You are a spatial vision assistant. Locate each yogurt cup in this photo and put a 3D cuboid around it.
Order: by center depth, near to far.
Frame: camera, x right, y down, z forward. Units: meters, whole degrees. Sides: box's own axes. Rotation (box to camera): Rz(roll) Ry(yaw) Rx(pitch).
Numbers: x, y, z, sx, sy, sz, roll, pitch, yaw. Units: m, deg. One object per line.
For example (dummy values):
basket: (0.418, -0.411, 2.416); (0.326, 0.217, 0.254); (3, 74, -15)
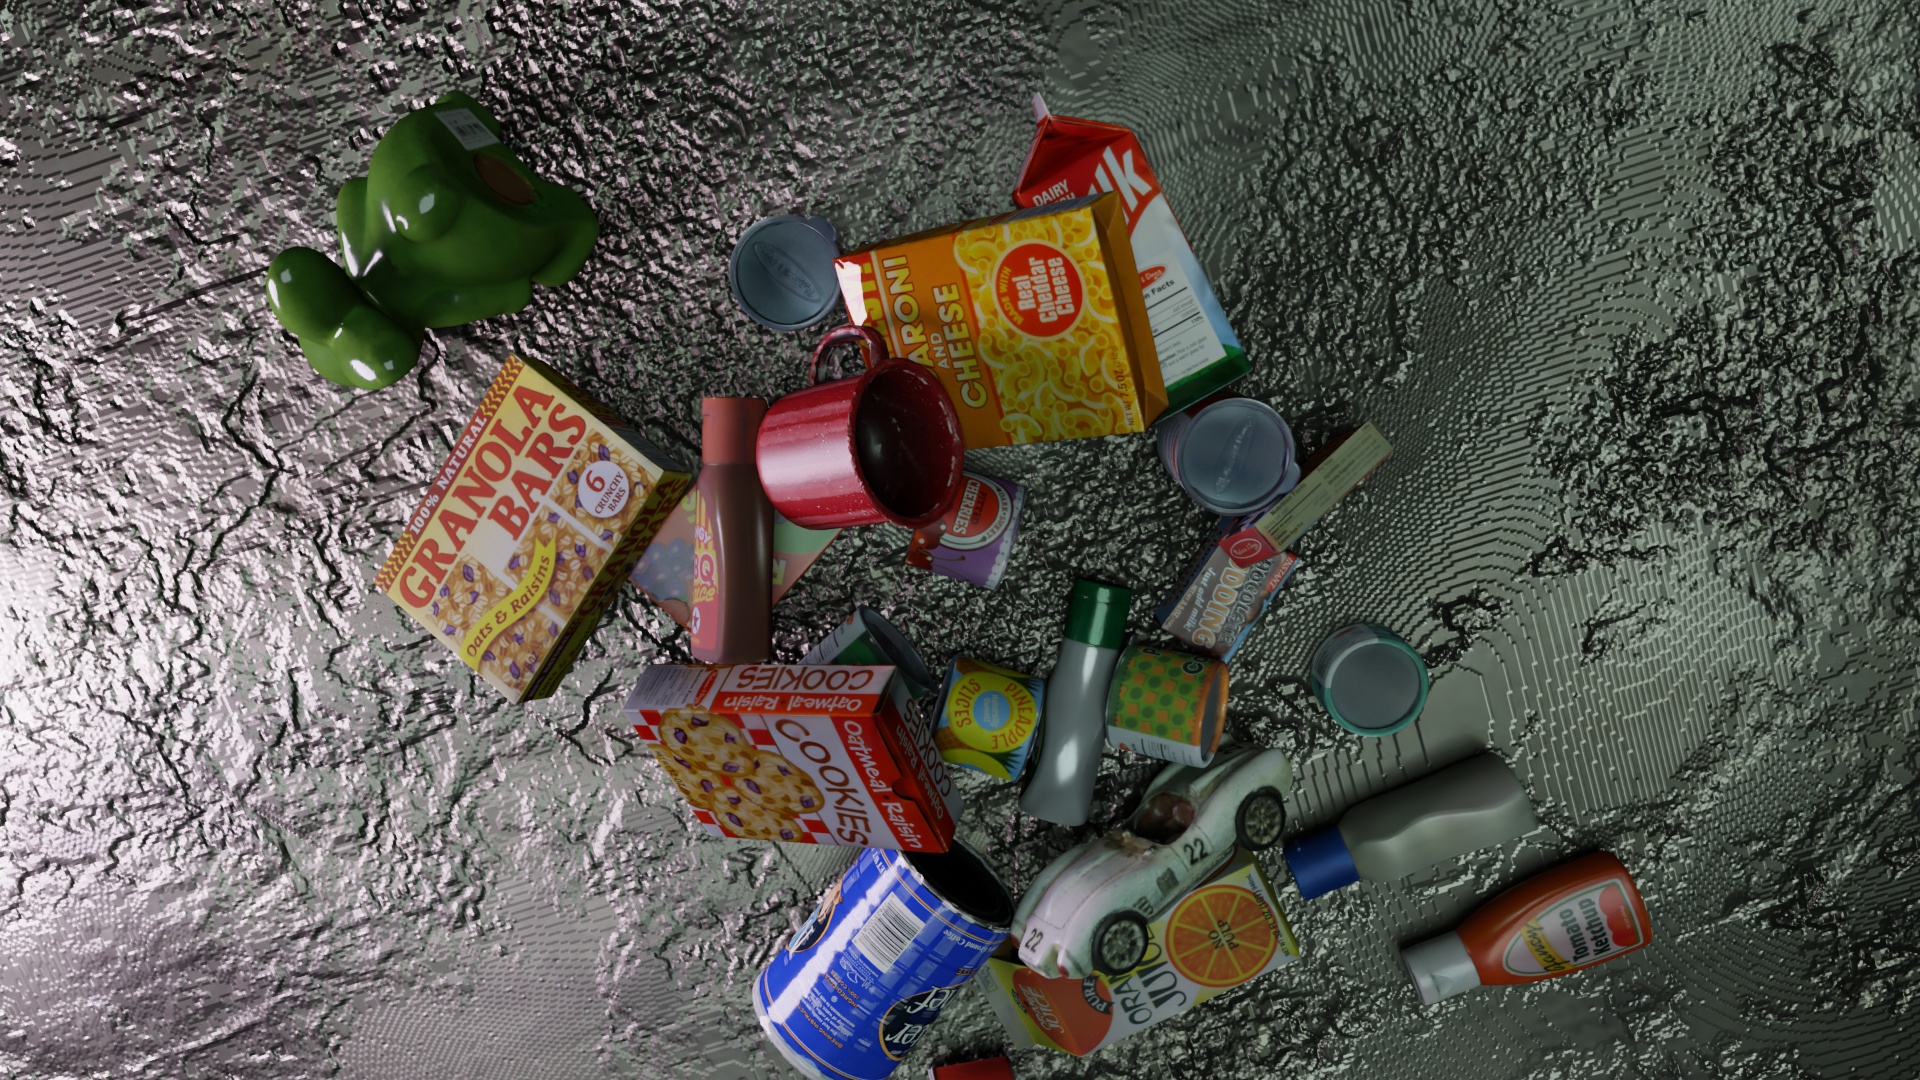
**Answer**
yogurt cup: (0.013, 0.370, 0.901); (0.054, 0.072, 0.072); (-16, 101, -5)

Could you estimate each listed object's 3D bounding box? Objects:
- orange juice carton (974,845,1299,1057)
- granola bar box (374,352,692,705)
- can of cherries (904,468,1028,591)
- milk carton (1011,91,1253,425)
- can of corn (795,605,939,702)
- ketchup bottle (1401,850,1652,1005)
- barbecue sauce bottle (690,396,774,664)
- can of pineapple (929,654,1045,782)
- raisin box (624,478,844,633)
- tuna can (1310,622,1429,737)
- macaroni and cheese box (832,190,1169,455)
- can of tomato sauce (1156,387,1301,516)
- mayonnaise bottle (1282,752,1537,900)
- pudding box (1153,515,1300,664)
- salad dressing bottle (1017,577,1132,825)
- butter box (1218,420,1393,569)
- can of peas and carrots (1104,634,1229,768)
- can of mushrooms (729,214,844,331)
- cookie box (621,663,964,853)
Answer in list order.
orange juice carton: (0.106, 0.255, 0.874); (0.192, 0.073, 0.071); (-26, 102, 5)
granola bar box: (-0.253, -0.007, 0.818); (0.124, 0.039, 0.165); (36, 99, 14)
can of cherries: (0.003, -0.010, 0.822); (0.058, 0.071, 0.071); (17, 101, -3)
milk carton: (0.087, -0.166, 0.792); (0.073, 0.072, 0.190); (-29, 101, 5)
can of corn: (-0.058, 0.085, 0.842); (0.058, 0.071, 0.071); (-41, 99, 8)
ketchup bottle: (0.360, 0.254, 0.891); (0.149, 0.043, 0.064); (-23, 101, 5)
barbecue sauce bottle: (-0.129, -0.007, 0.788); (0.044, 0.065, 0.148); (1, 92, -25)
can of pineapple: (0.015, 0.108, 0.846); (0.058, 0.071, 0.071); (17, 101, -4)
raisin box: (-0.132, -0.002, 0.839); (0.086, 0.040, 0.123); (42, 99, -9)
tuna can: (0.256, 0.088, 0.863); (0.071, 0.033, 0.071); (0, 101, 0)
macaroni and cheese box: (0.020, -0.115, 0.769); (0.166, 0.040, 0.123); (-4, 112, 32)
can of tomato sauce: (0.154, -0.054, 0.808); (0.071, 0.083, 0.071); (0, 102, 0)
mayonnaise bottle: (0.277, 0.182, 0.869); (0.148, 0.065, 0.041); (-24, 105, 8)
pudding box: (0.163, 0.030, 0.852); (0.049, 0.030, 0.083); (33, 99, -7)
salad dressing bottle: (0.072, 0.097, 0.852); (0.044, 0.064, 0.147); (13, 93, 7)
butter box: (0.202, -0.026, 0.811); (0.104, 0.053, 0.024); (-40, 90, -18)
can of peas and carrots: (0.126, 0.097, 0.838); (0.059, 0.071, 0.070); (10, 102, 24)
can of mushrooms: (-0.098, -0.158, 0.811); (0.071, 0.033, 0.071); (0, 101, 0)
cookie box: (-0.095, 0.127, 0.806); (0.167, 0.040, 0.122); (-2, 132, 25)
